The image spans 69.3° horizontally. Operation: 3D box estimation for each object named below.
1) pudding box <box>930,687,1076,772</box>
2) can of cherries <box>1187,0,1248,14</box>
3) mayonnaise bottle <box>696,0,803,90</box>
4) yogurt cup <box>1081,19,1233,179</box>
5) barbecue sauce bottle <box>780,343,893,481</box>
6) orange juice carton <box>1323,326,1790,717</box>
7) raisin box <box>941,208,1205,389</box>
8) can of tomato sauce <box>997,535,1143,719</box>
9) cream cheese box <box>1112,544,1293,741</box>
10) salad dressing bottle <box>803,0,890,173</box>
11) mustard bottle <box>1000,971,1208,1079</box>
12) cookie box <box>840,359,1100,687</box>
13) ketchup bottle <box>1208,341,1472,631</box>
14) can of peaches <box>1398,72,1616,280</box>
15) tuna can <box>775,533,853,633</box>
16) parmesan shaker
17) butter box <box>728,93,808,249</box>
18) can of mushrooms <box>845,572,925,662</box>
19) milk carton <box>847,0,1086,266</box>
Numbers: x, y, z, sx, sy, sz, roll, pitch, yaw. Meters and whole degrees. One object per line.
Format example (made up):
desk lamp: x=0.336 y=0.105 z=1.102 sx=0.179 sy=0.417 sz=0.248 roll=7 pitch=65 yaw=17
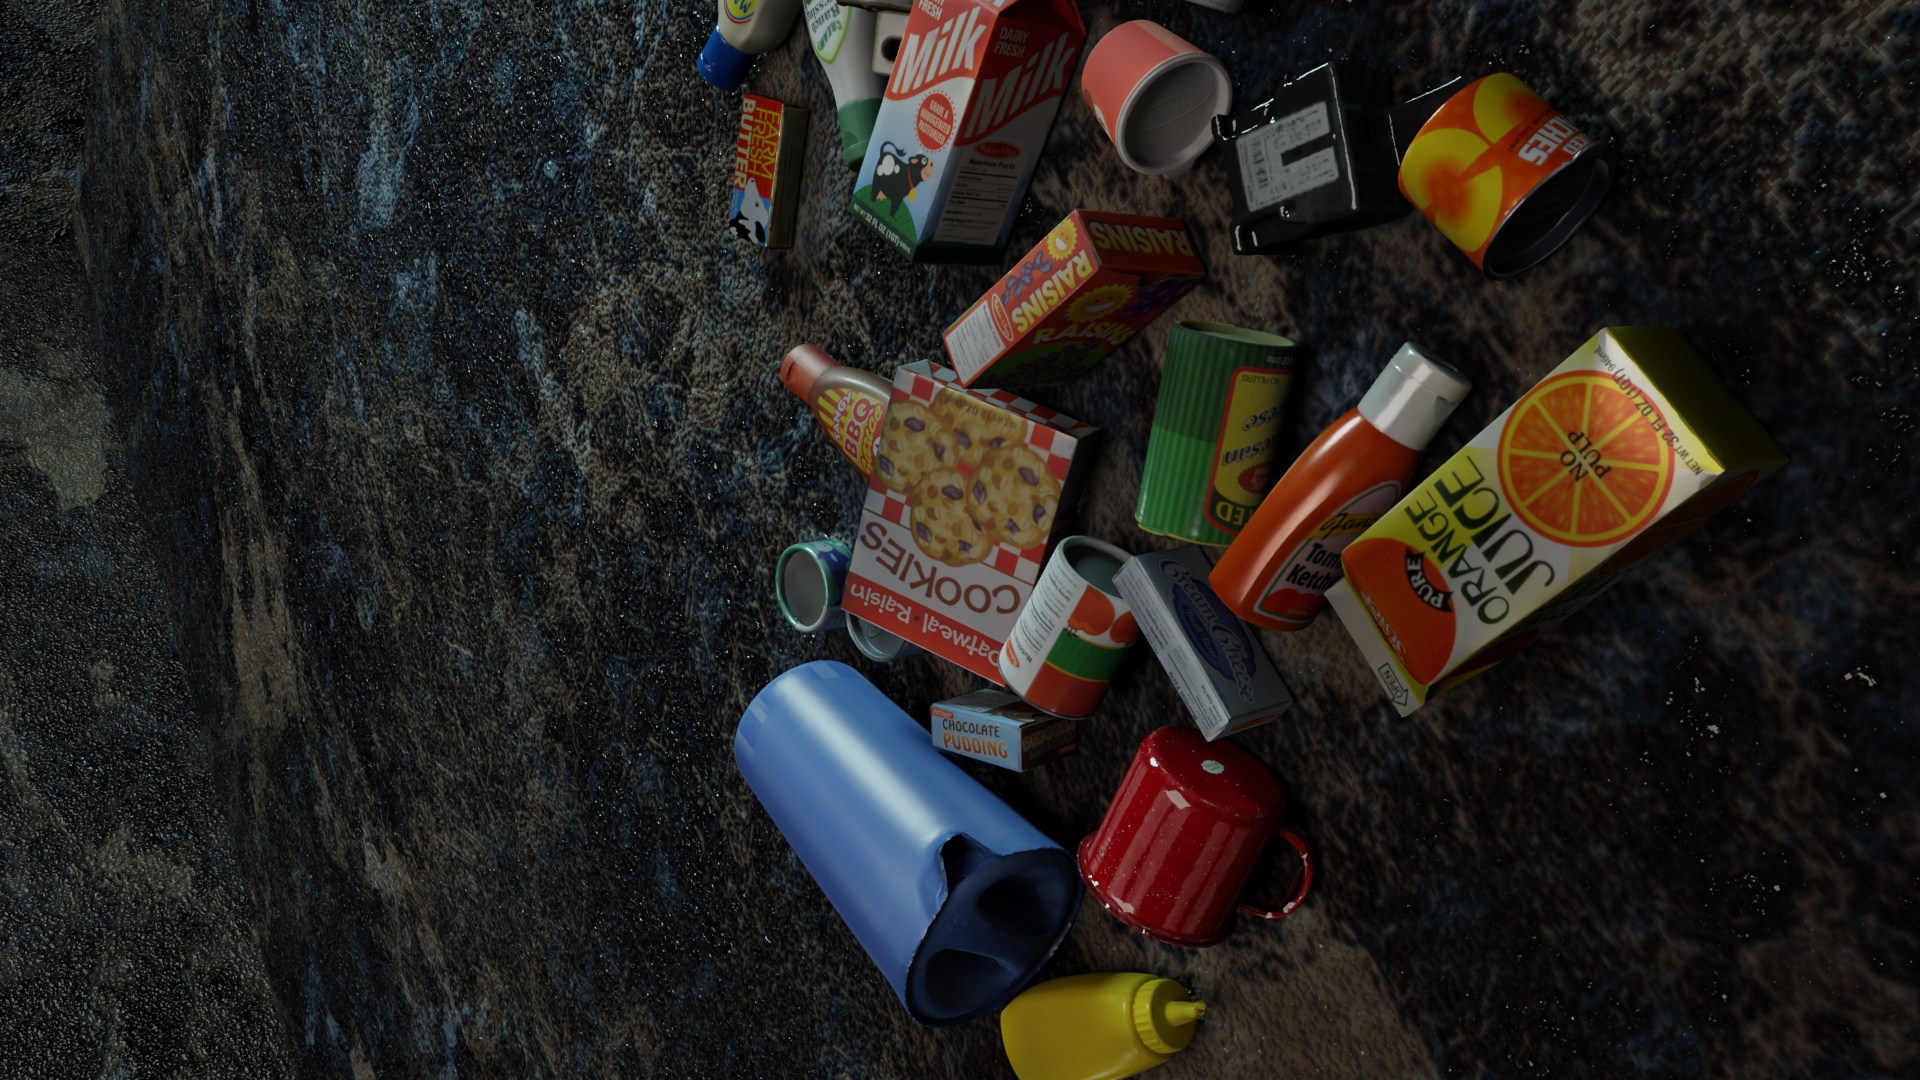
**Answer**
pudding box: x=0.026 y=0.116 z=0.861 sx=0.083 sy=0.050 sz=0.030 roll=7 pitch=102 yaw=47
can of cherries: x=0.120 y=-0.300 z=0.689 sx=0.071 sy=0.072 sz=0.058 roll=41 pitch=125 yaw=37
mayonnaise bottle: x=-0.141 y=-0.385 z=0.982 sx=0.147 sy=0.041 sz=0.065 roll=-45 pitch=64 yaw=41
yogurt cup: x=0.099 y=-0.233 z=0.722 sx=0.054 sy=0.072 sz=0.072 roll=58 pitch=133 yaw=36
barbecue sauce bottle: x=-0.068 y=-0.086 z=0.941 sx=0.149 sy=0.044 sz=0.064 roll=40 pitch=121 yaw=38
orange juice carton: x=0.237 y=-0.002 z=0.593 sx=0.191 sy=0.073 sz=0.072 roll=-50 pitch=60 yaw=40
raisin box: x=0.060 y=-0.129 z=0.761 sx=0.123 sy=0.086 sz=0.040 roll=-37 pitch=67 yaw=44
can of tomato sauce: x=0.069 y=0.049 z=0.790 sx=0.071 sy=0.071 sz=0.082 roll=46 pitch=123 yaw=34
cream cheese box: x=0.128 y=0.052 z=0.736 sx=0.024 sy=0.053 sz=0.104 roll=-50 pitch=59 yaw=42
salad dressing bottle: x=-0.069 y=-0.318 z=0.910 sx=0.064 sy=0.044 sz=0.147 roll=-15 pitch=84 yaw=49
mustard bottle: x=0.090 y=0.285 z=0.814 sx=0.159 sy=0.049 sz=0.065 roll=-30 pitch=73 yaw=45
cookie box: x=0.003 y=-0.011 z=0.849 sx=0.123 sy=0.040 sz=0.166 roll=24 pitch=114 yaw=21
ketchup bottle: x=0.182 y=-0.024 z=0.662 sx=0.148 sy=0.065 sz=0.044 roll=-58 pitch=43 yaw=25
can of peaches: x=0.229 y=-0.155 z=0.584 sx=0.058 sy=0.071 sz=0.071 roll=56 pitch=132 yaw=28
tuna can: x=-0.104 y=0.031 z=1.006 sx=0.071 sy=0.033 sz=0.071 roll=10 pitch=103 yaw=47
parmesan shaker: x=0.129 y=-0.055 z=0.706 sx=0.071 sy=0.071 sz=0.102 roll=25 pitch=114 yaw=43
butter box: x=-0.140 y=-0.269 z=1.011 sx=0.053 sy=0.024 sz=0.103 roll=28 pitch=116 yaw=42
can of mushrooms: x=-0.047 y=0.046 z=0.945 sx=0.071 sy=0.033 sz=0.071 roll=10 pitch=104 yaw=47
milk carton: x=0.008 y=-0.262 z=0.810 sx=0.072 sy=0.073 sz=0.189 roll=45 pitch=126 yaw=34
